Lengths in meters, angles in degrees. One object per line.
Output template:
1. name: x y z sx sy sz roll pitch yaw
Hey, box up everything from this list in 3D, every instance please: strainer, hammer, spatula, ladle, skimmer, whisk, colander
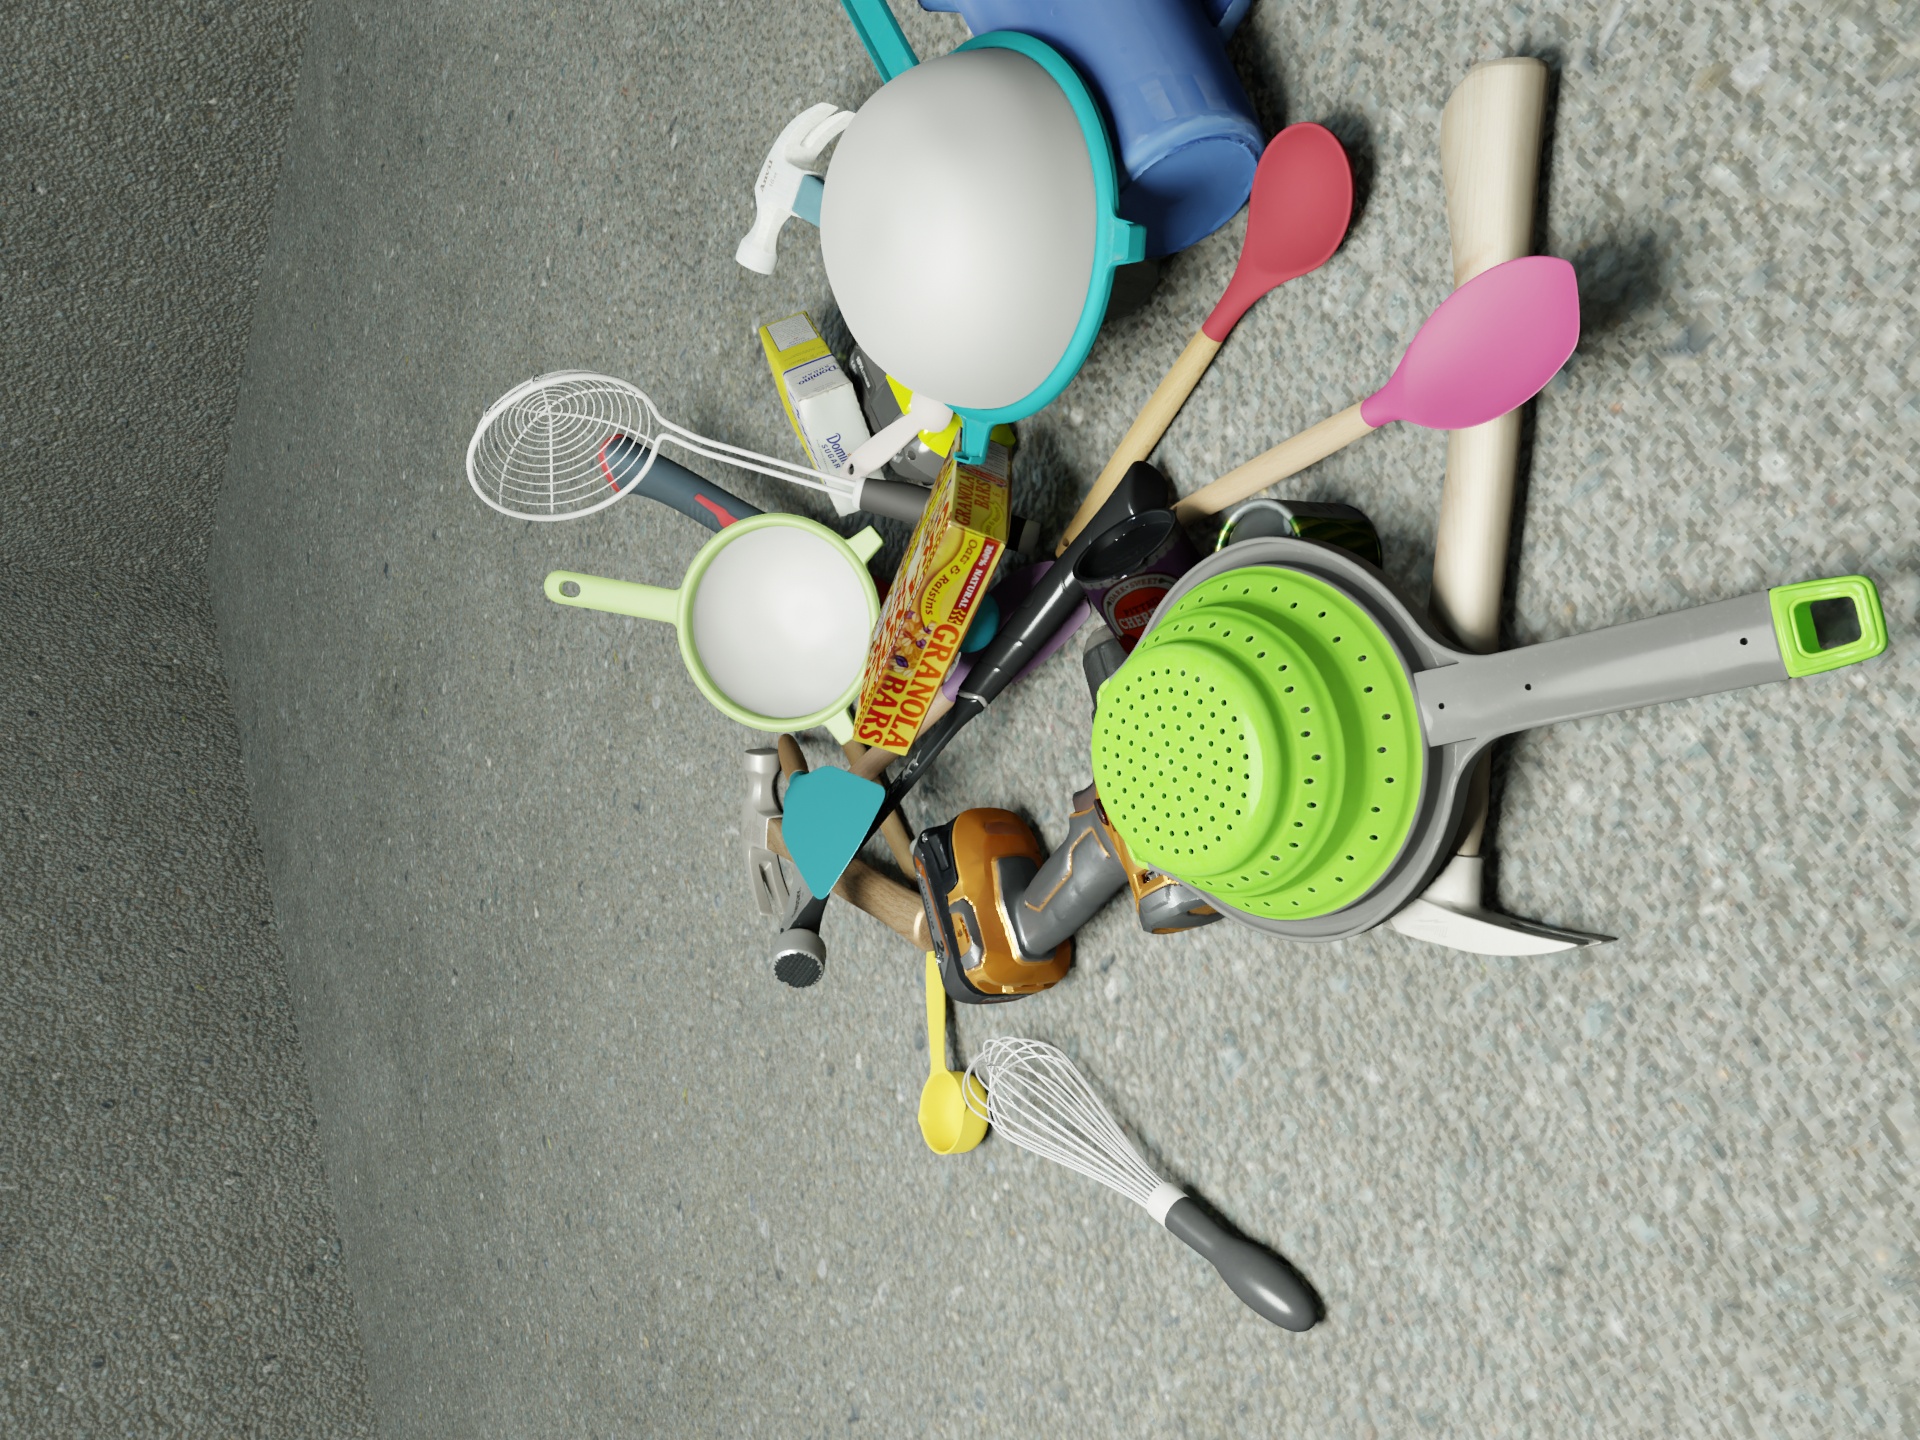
1. strainer: -0.041 -0.323 0.892 0.211 0.095 0.341 -46 63 49
2. strainer: -0.169 -0.079 1.134 0.256 0.069 0.151 10 99 15
3. hammer: -0.143 -0.152 1.207 0.387 0.038 0.143 32 117 32
4. spatula: -0.109 0.046 1.148 0.082 0.044 0.318 -60 13 3
5. hammer: -0.046 -0.301 1.025 0.331 0.033 0.128 45 121 41
6. ladle: 0.131 -0.201 0.913 0.069 0.031 0.315 57 137 23
7. ladle: -0.096 0.013 1.215 0.320 0.062 0.078 62 140 28
8. hammer: -0.002 -0.003 1.023 0.408 0.036 0.149 -51 20 27
9. skimmer: -0.132 -0.144 1.033 0.127 0.363 0.090 101 -175 -54
10. whisk: 0.103 0.271 0.952 0.285 0.070 0.070 30 116 44
11. colander: 0.185 -0.001 0.710 0.397 0.094 0.204 -16 85 47
12. hammer: -0.098 0.115 1.214 0.331 0.031 0.130 20 109 59
13. hammer: 0.249 -0.096 0.744 0.146 0.038 0.410 11 100 52
14. spatula: -0.024 -0.007 1.104 0.316 0.018 0.060 -42 79 37

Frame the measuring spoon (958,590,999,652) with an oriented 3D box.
1. measuring spoon: 0.018 -0.077 1.015 0.129 0.021 0.042 -73 9 -64

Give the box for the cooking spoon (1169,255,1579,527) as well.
1. cooking spoon: 0.189 -0.145 0.791 0.319 0.017 0.069 158 114 -64

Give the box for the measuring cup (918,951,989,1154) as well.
1. measuring cup: -0.005 0.228 1.130 0.062 0.029 0.157 -34 53 50

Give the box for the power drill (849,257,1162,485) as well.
1. power drill: 0.022 -0.273 1.025 0.223 0.080 0.171 -49 53 39

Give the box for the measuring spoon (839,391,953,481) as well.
1. measuring spoon: -0.048 -0.184 1.031 0.124 0.018 0.034 -28 73 47

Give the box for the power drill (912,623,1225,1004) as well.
1. power drill: 0.064 0.063 0.975 0.226 0.084 0.185 -36 60 45
